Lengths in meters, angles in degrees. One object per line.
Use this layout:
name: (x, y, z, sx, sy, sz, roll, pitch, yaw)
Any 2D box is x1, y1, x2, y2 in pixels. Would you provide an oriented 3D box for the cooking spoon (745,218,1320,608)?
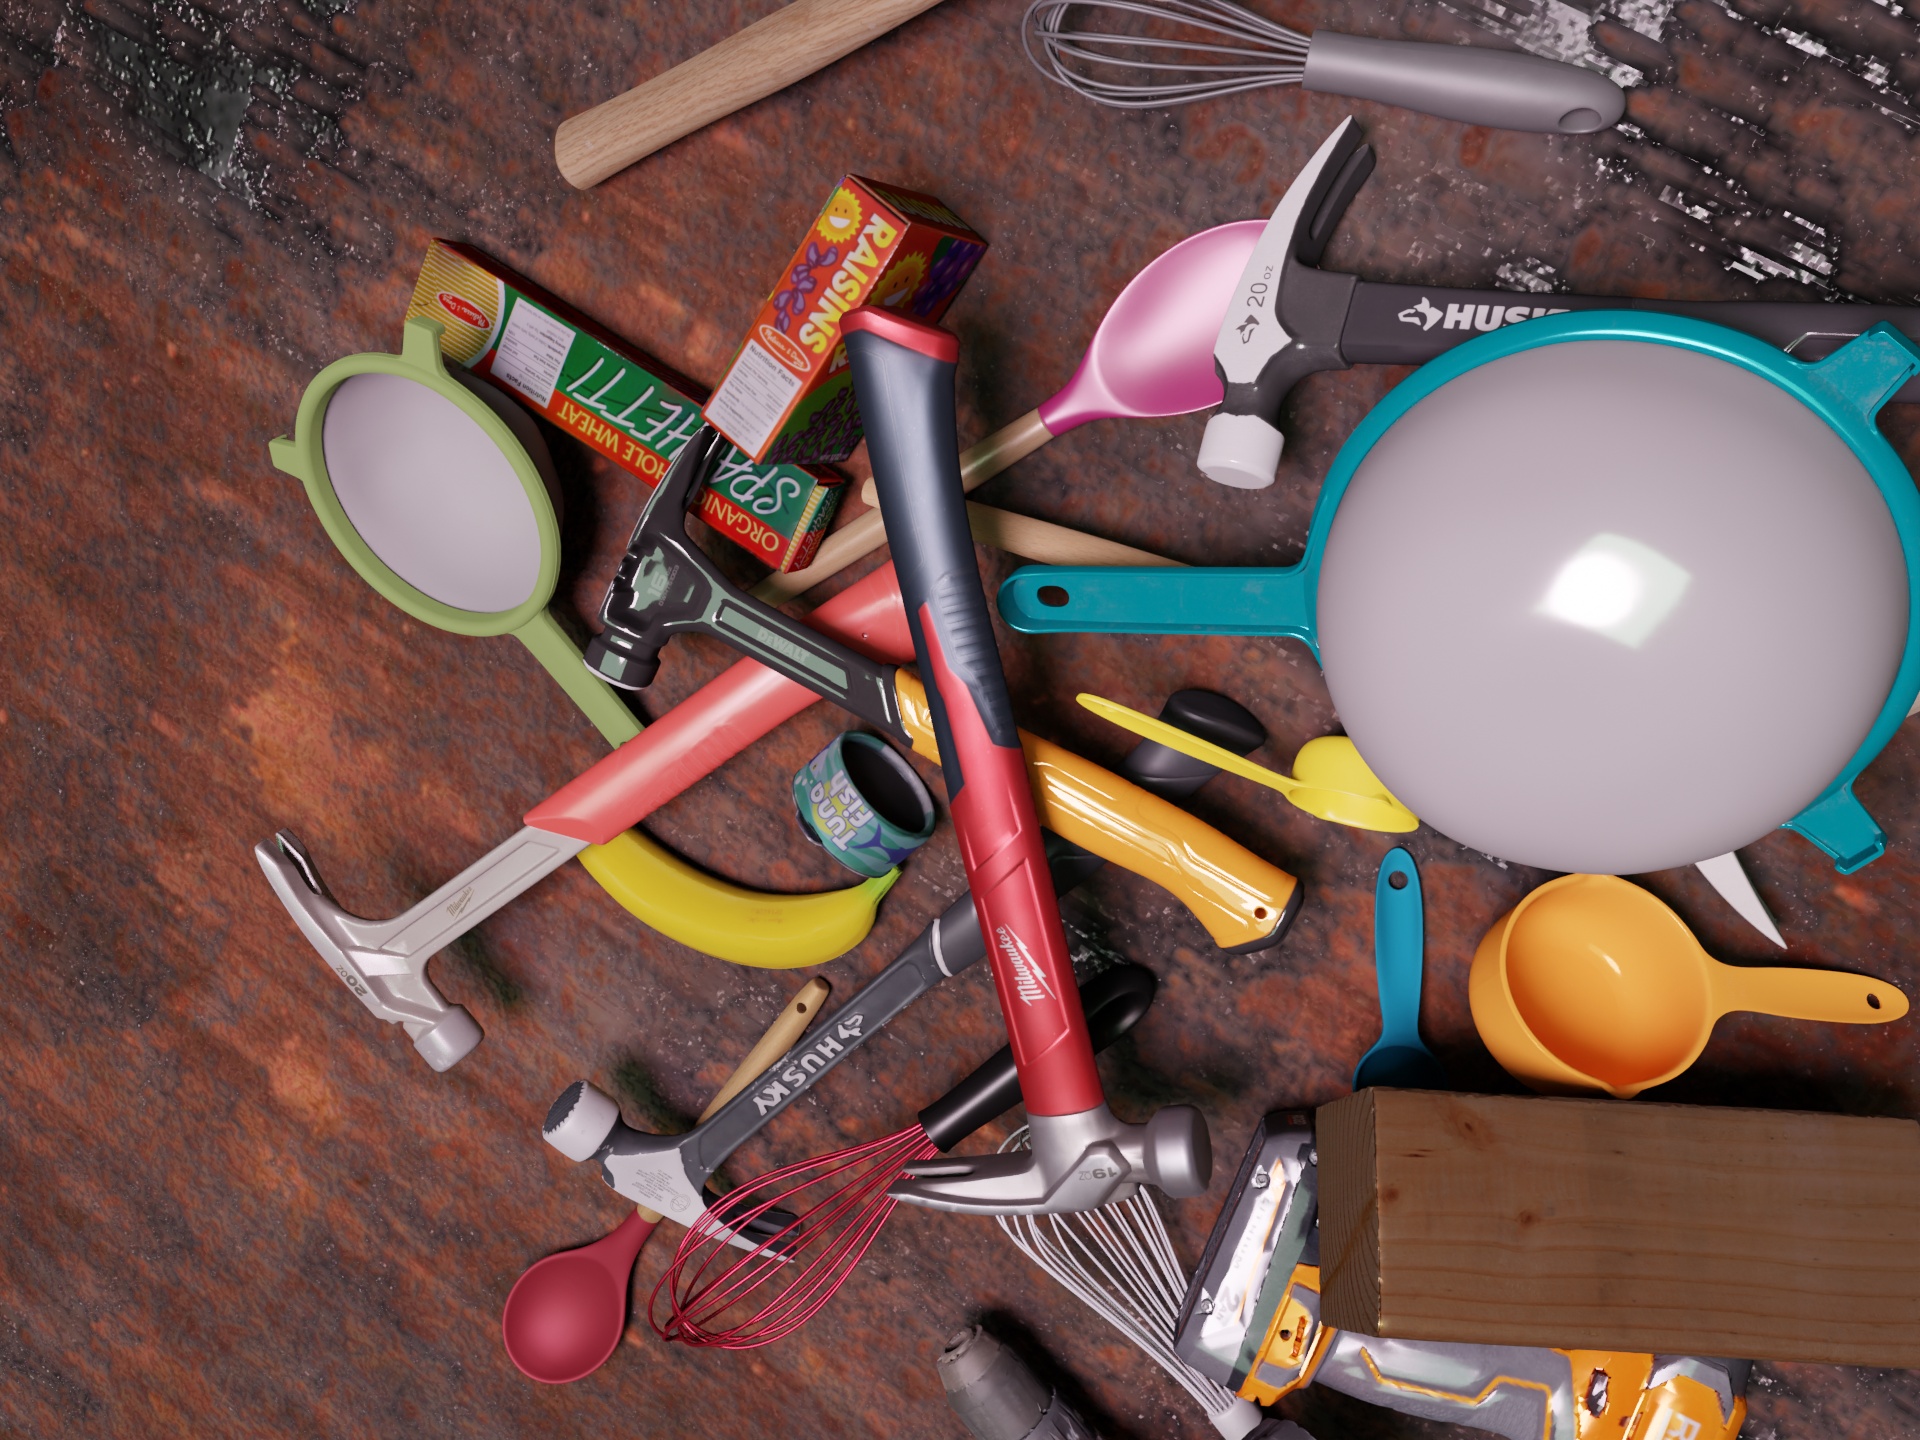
cooking spoon: (0.018, -0.123, 0.723, 0.319, 0.017, 0.069, -29, 91, 23)

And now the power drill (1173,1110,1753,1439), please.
power drill: (0.225, 0.257, 0.693, 0.226, 0.084, 0.164, 24, 89, 10)

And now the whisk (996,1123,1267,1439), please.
whisk: (0.112, 0.311, 0.771, 0.070, 0.070, 0.284, -36, 92, 24)

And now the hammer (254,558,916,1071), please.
hammer: (-0.171, 0.026, 0.779, 0.359, 0.037, 0.149, -34, 99, 13)

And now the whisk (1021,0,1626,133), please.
whisk: (0.140, -0.259, 0.633, 0.239, 0.055, 0.055, 14, 107, 13)

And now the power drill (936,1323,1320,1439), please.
power drill: (0.088, 0.360, 0.726, 0.188, 0.080, 0.226, 52, 151, -2)

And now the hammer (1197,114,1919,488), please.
hammer: (0.253, -0.138, 0.558, 0.335, 0.035, 0.146, 13, 84, 32)

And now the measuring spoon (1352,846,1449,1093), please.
measuring spoon: (0.198, 0.120, 0.716, 0.042, 0.021, 0.128, -1, 93, 14)

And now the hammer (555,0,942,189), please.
hammer: (-0.047, -0.303, 0.676, 0.331, 0.031, 0.130, -12, 62, 31)

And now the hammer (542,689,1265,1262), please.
hammer: (-0.018, 0.125, 0.770, 0.409, 0.036, 0.149, -41, 110, 19)

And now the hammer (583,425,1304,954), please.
hammer: (-0.001, -0.002, 0.697, 0.337, 0.034, 0.127, 29, 104, 9)

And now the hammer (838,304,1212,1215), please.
hammer: (-0.004, 0.024, 0.663, 0.143, 0.038, 0.386, -10, 100, 20)

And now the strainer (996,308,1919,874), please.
strainer: (0.152, -0.027, 0.568, 0.340, 0.095, 0.210, 3, 119, 28)

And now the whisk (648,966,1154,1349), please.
whisk: (-0.029, 0.209, 0.764, 0.296, 0.073, 0.073, -37, 88, 4)

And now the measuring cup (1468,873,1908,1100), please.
measuring cup: (0.296, 0.116, 0.656, 0.173, 0.052, 0.095, 5, 65, -6)

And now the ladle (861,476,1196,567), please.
ladle: (0.103, -0.053, 0.687, 0.320, 0.062, 0.078, 19, 80, 19)

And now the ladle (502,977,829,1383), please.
ladle: (-0.160, 0.253, 0.873, 0.069, 0.031, 0.315, 39, 111, 6)

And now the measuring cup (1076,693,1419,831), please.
measuring cup: (0.124, 0.008, 0.674, 0.156, 0.062, 0.029, 22, 77, -7)

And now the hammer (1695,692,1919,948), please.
hammer: (0.449, -0.057, 0.566, 0.410, 0.038, 0.146, -28, 93, 24)

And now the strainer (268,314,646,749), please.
strainer: (-0.217, -0.081, 0.804, 0.151, 0.069, 0.256, -23, 112, 38)
